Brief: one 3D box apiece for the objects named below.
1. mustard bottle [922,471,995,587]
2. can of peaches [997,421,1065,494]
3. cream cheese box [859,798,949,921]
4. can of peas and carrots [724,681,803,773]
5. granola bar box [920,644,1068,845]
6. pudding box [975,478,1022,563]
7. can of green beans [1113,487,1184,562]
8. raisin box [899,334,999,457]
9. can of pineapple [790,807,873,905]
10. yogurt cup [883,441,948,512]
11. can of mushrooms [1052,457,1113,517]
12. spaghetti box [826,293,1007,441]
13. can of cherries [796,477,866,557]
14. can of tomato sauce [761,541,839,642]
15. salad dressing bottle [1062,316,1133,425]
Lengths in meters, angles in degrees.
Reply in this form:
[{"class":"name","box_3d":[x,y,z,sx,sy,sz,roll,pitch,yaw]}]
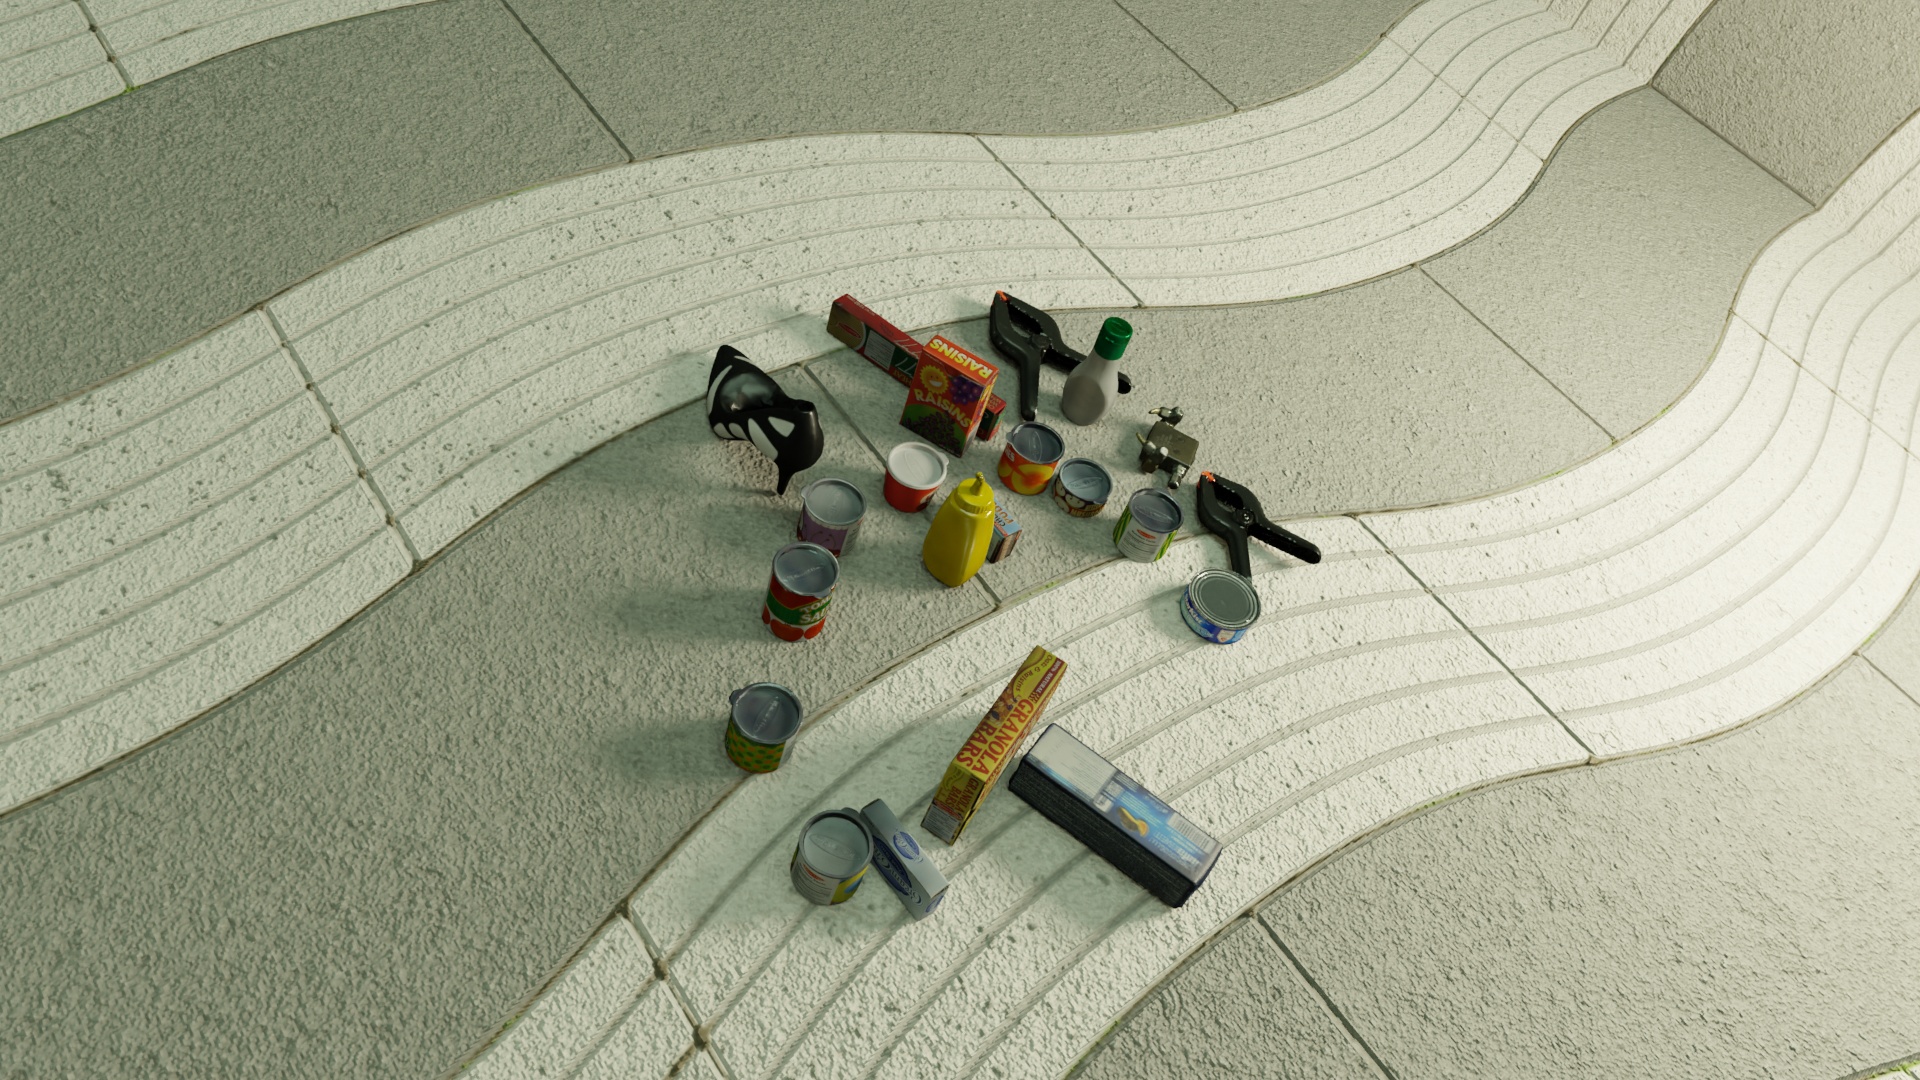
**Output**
[{"class":"mustard bottle","box_3d":[0.005,-0.018,1.450,0.065,0.159,0.049,41,51,16]},{"class":"can of peaches","box_3d":[0.079,-0.095,1.607,0.071,0.057,0.071,9,49,-11]},{"class":"cream cheese box","box_3d":[-0.055,0.287,1.247,0.024,0.053,0.104,-27,64,-34]},{"class":"can of peas and carrots","box_3d":[-0.186,0.174,1.294,0.071,0.058,0.071,9,49,-11]},{"class":"granola bar box","box_3d":[0.033,0.192,1.307,0.039,0.123,0.166,32,49,9]},{"class":"pudding box","box_3d":[0.026,-0.022,1.534,0.030,0.049,0.084,-25,63,-33]},{"class":"can of green beans","box_3d":[0.214,-0.017,1.586,0.071,0.057,0.071,9,49,-11]},{"class":"raisin box","box_3d":[-0.015,-0.164,1.590,0.086,0.122,0.040,31,49,8]},{"class":"can of pineapple","box_3d":[-0.113,0.280,1.230,0.071,0.057,0.071,9,49,-11]},{"class":"yogurt cup","box_3d":[-0.054,-0.068,1.543,0.072,0.053,0.073,9,49,-11]},{"class":"can of mushrooms","box_3d":[0.143,-0.060,1.614,0.071,0.033,0.071,9,49,-11]},{"class":"spaghetti box","box_3d":[-0.053,-0.208,1.663,0.250,0.049,0.029,36,50,12]},{"class":"can of cherries","box_3d":[-0.140,-0.025,1.476,0.071,0.058,0.072,9,49,-11]},{"class":"can of tomato sauce","box_3d":[-0.159,0.054,1.388,0.071,0.082,0.071,9,49,-11]},{"class":"salad dressing bottle","box_3d":[0.166,-0.202,1.665,0.064,0.146,0.044,34,49,11]}]
